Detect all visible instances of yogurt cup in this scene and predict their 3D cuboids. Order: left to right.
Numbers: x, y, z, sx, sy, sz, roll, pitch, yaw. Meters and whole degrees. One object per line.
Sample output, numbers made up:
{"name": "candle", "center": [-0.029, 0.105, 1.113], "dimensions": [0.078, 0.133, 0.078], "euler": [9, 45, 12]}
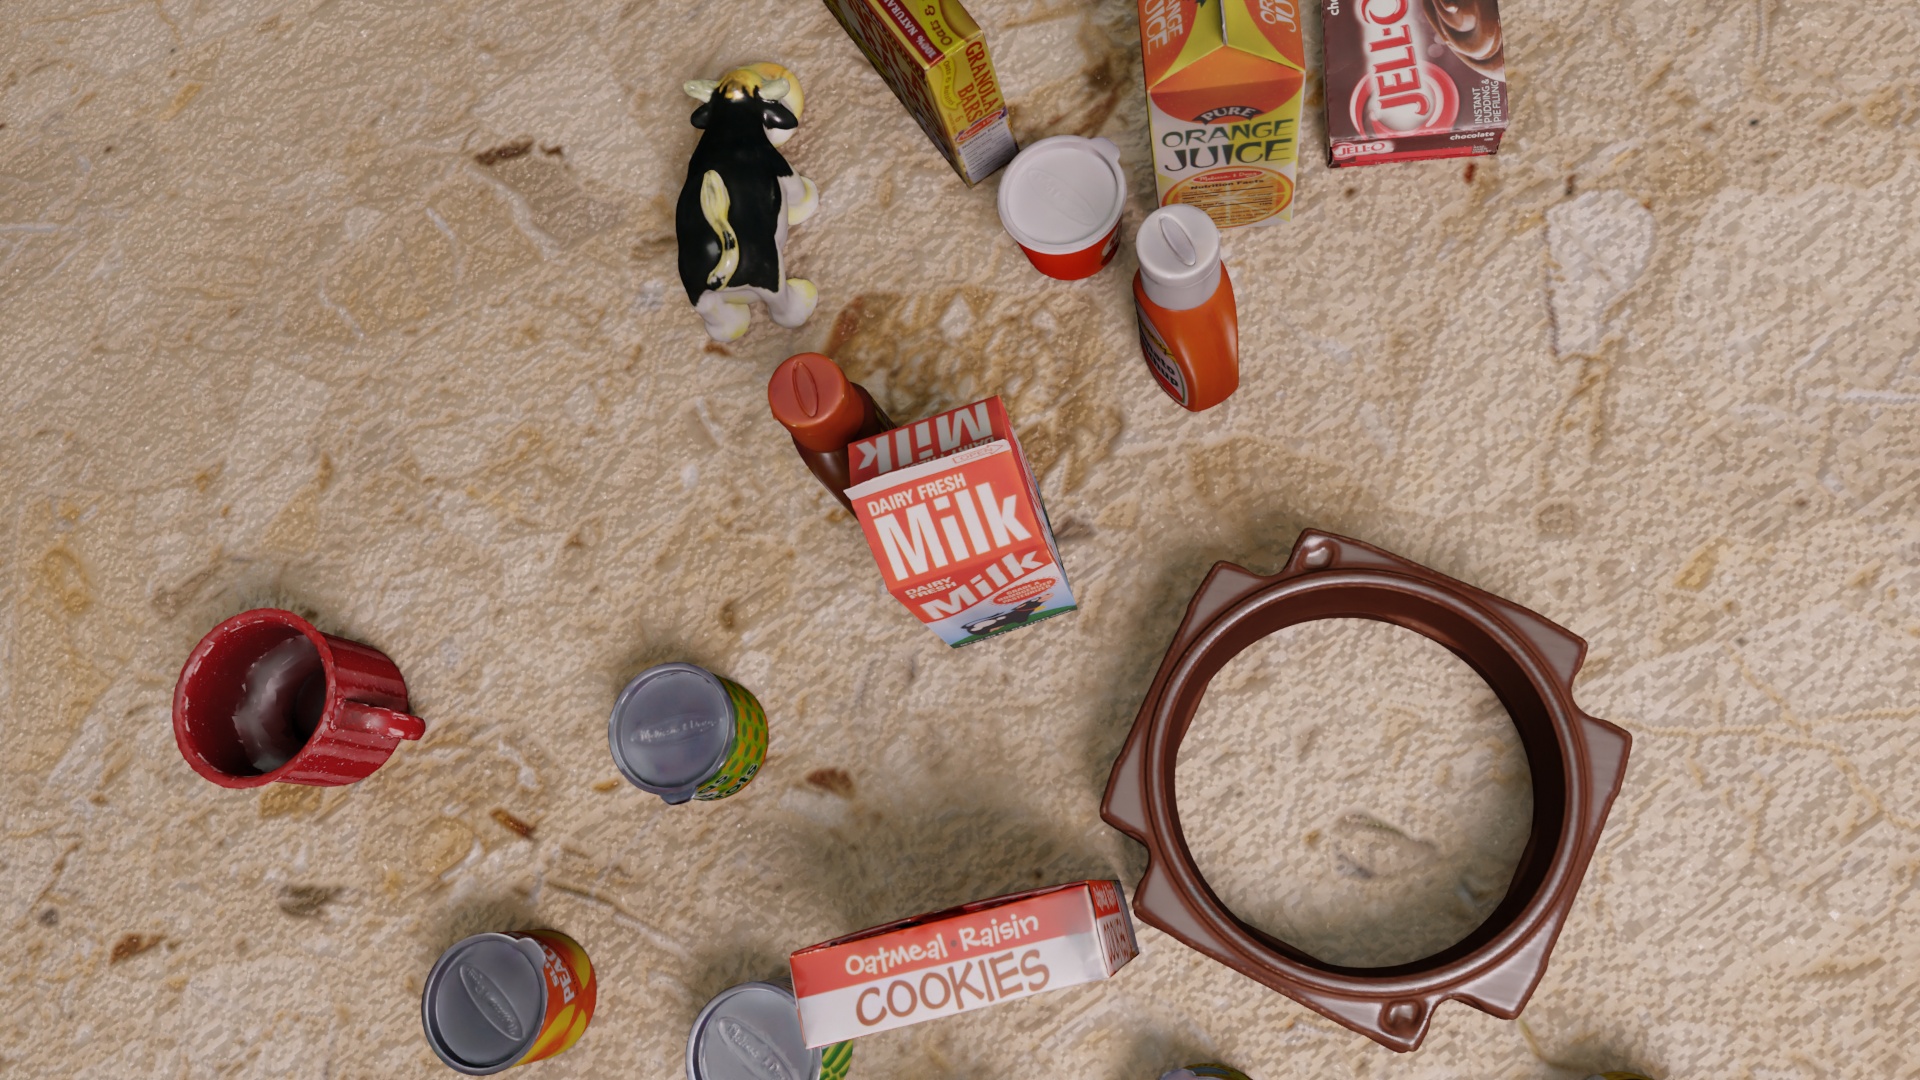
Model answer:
{"name": "yogurt cup", "center": [0.057, -0.176, 0.750], "dimensions": [0.072, 0.054, 0.072], "euler": [-3, 75, 10]}

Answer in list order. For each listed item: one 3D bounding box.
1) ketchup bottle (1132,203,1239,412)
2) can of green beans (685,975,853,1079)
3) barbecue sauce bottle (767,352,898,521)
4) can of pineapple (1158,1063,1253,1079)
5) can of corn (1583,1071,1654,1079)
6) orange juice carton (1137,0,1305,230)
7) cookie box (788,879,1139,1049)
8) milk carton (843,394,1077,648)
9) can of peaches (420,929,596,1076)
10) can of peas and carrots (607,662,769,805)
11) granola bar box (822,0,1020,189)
{"name": "ketchup bottle", "center": [0.109, -0.114, 0.674], "dimensions": [0.043, 0.148, 0.065], "euler": [-30, 72, 3]}
{"name": "can of green beans", "center": [-0.090, 0.245, 0.667], "dimensions": [0.071, 0.057, 0.071], "euler": [-3, 75, 10]}
{"name": "barbecue sauce bottle", "center": [-0.056, -0.050, 0.690], "dimensions": [0.043, 0.148, 0.065], "euler": [-18, 73, 6]}
{"name": "can of pineapple", "center": [0.112, 0.269, 0.621], "dimensions": [0.071, 0.057, 0.071], "euler": [-3, 75, 10]}
{"name": "can of corn", "center": [0.292, 0.264, 0.587], "dimensions": [0.071, 0.058, 0.071], "euler": [-3, 75, 10]}
{"name": "orange juice carton", "center": [0.126, -0.225, 0.677], "dimensions": [0.073, 0.192, 0.072], "euler": [-4, 75, 10]}
{"name": "cookie box", "center": [0.009, 0.180, 0.607], "dimensions": [0.123, 0.167, 0.040], "euler": [-16, 74, 7]}
{"name": "milk carton", "center": [0.002, -0.008, 0.645], "dimensions": [0.072, 0.190, 0.073], "euler": [-18, 73, 6]}
{"name": "can of peaches", "center": [-0.223, 0.228, 0.697], "dimensions": [0.071, 0.058, 0.071], "euler": [-3, 75, 10]}
{"name": "can of peas and carrots", "center": [-0.137, 0.102, 0.713], "dimensions": [0.071, 0.058, 0.071], "euler": [-3, 75, 10]}
{"name": "granola bar box", "center": [-0.037, -0.288, 0.761], "dimensions": [0.039, 0.124, 0.166], "euler": [-35, 72, 1]}
